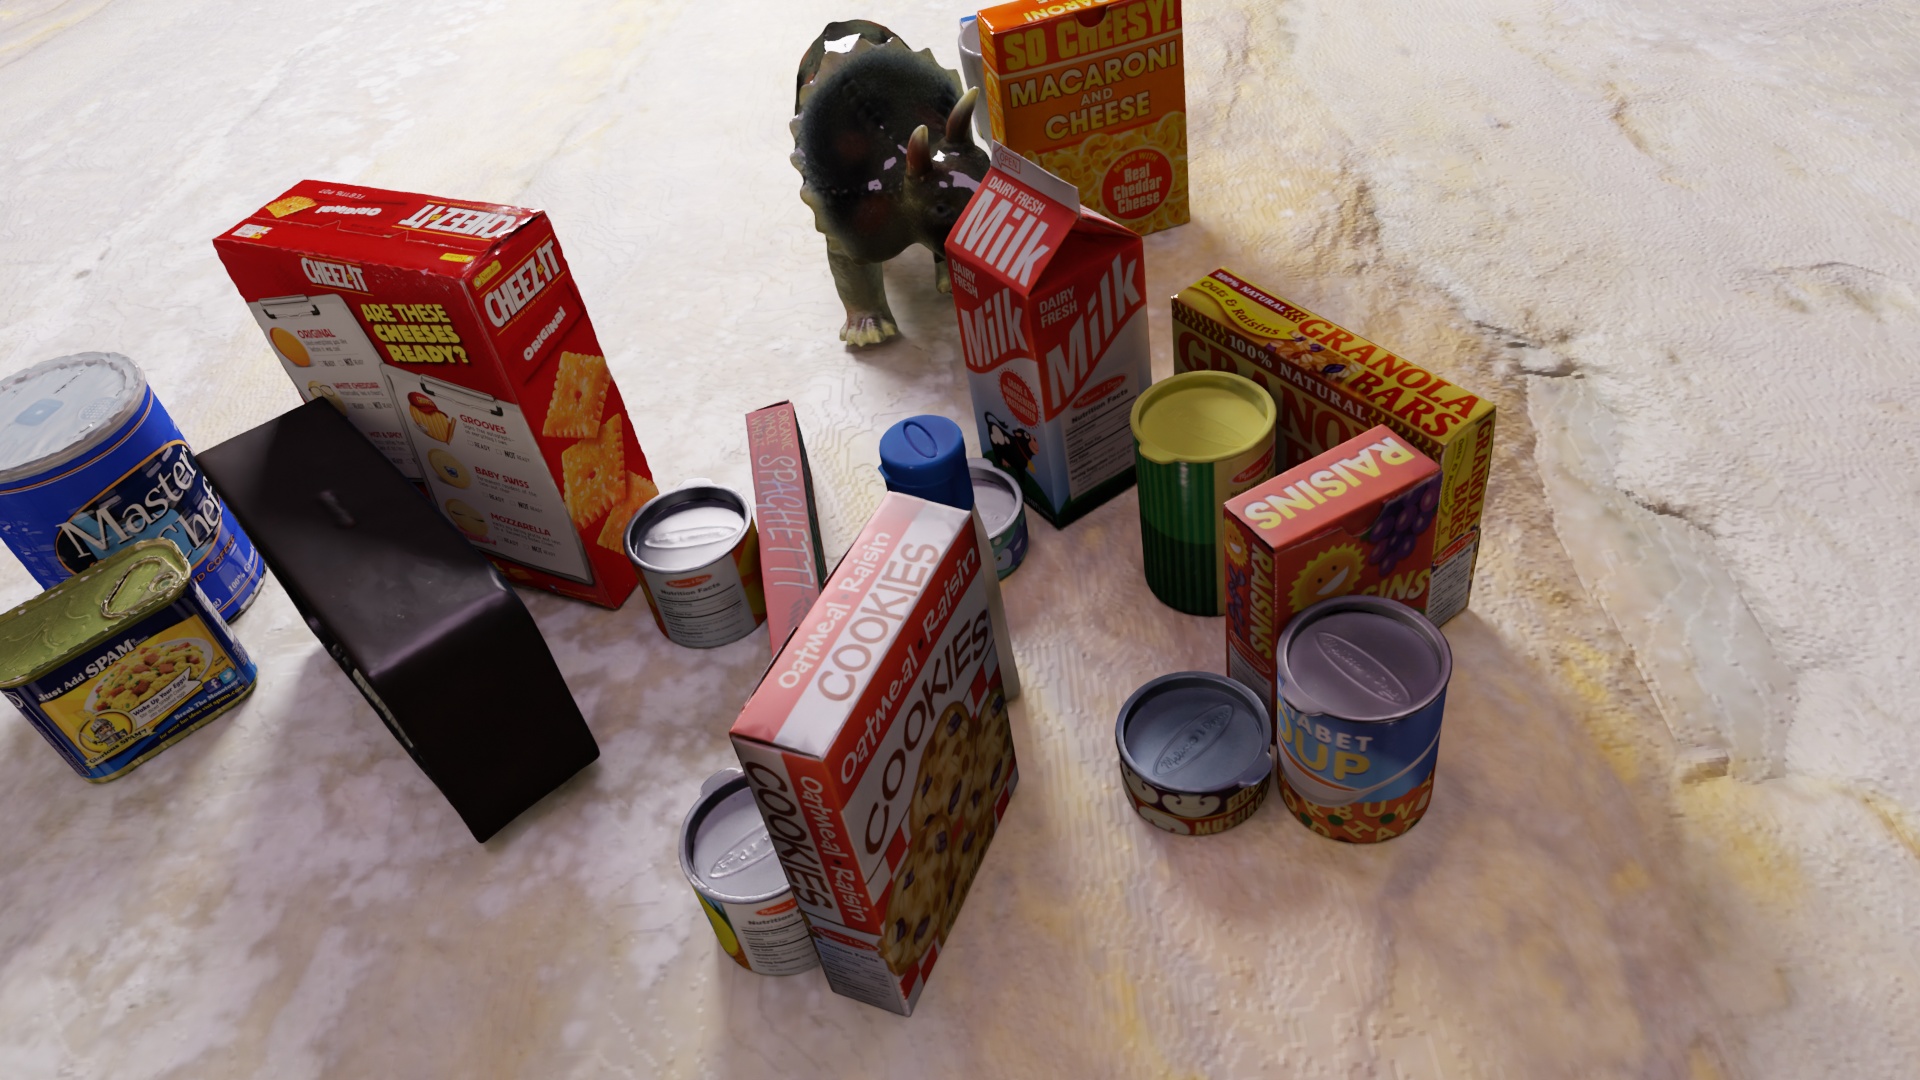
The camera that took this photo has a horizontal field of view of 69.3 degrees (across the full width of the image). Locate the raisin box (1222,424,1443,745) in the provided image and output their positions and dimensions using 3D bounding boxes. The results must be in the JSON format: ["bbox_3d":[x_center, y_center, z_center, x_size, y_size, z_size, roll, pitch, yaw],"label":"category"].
[{"bbox_3d":[0.159,0.021,0.601,0.086,0.122,0.040,-25,44,-15],"label":"raisin box"}]

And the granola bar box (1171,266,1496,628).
[{"bbox_3d":[0.173,-0.044,0.668,0.039,0.123,0.166,-31,46,-21],"label":"granola bar box"}]

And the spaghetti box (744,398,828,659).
[{"bbox_3d":[-0.083,0.021,0.705,0.029,0.050,0.251,-13,42,-2],"label":"spaghetti box"}]

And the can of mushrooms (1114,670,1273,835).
[{"bbox_3d":[0.103,0.093,0.601,0.071,0.033,0.071,-6,43,5],"label":"can of mushrooms"}]

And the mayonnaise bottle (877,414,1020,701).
[{"bbox_3d":[-0.006,0.011,0.627,0.041,0.147,0.065,-23,44,-13],"label":"mayonnaise bottle"}]

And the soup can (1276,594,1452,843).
[{"bbox_3d":[0.161,0.076,0.571,0.071,0.083,0.072,-6,43,6],"label":"soup can"}]

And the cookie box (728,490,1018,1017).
[{"bbox_3d":[-0.025,0.084,0.538,0.040,0.166,0.123,11,47,22],"label":"cookie box"}]

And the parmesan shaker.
[{"bbox_3d":[0.116,-0.020,0.669,0.071,0.102,0.072,-6,43,6],"label":"parmesan shaker"}]

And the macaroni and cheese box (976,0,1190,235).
[{"bbox_3d":[0.084,-0.270,0.898,0.124,0.165,0.040,-18,43,-7],"label":"macaroni and cheese box"}]

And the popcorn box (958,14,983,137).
[{"bbox_3d":[0.067,-0.367,1.066,0.127,0.084,0.038,-13,42,-2],"label":"popcorn box"}]

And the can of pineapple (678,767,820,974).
[{"bbox_3d":[-0.077,0.135,0.575,0.071,0.057,0.071,-6,43,6],"label":"can of pineapple"}]

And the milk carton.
[{"bbox_3d":[0.047,-0.108,0.713,0.074,0.189,0.072,-30,46,-20],"label":"milk carton"}]

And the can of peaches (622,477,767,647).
[{"bbox_3d":[-0.133,0.011,0.719,0.071,0.057,0.071,-6,43,6],"label":"can of peaches"}]

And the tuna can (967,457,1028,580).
[{"bbox_3d":[0.003,-0.009,0.732,0.071,0.032,0.071,-6,43,5],"label":"tuna can"}]
